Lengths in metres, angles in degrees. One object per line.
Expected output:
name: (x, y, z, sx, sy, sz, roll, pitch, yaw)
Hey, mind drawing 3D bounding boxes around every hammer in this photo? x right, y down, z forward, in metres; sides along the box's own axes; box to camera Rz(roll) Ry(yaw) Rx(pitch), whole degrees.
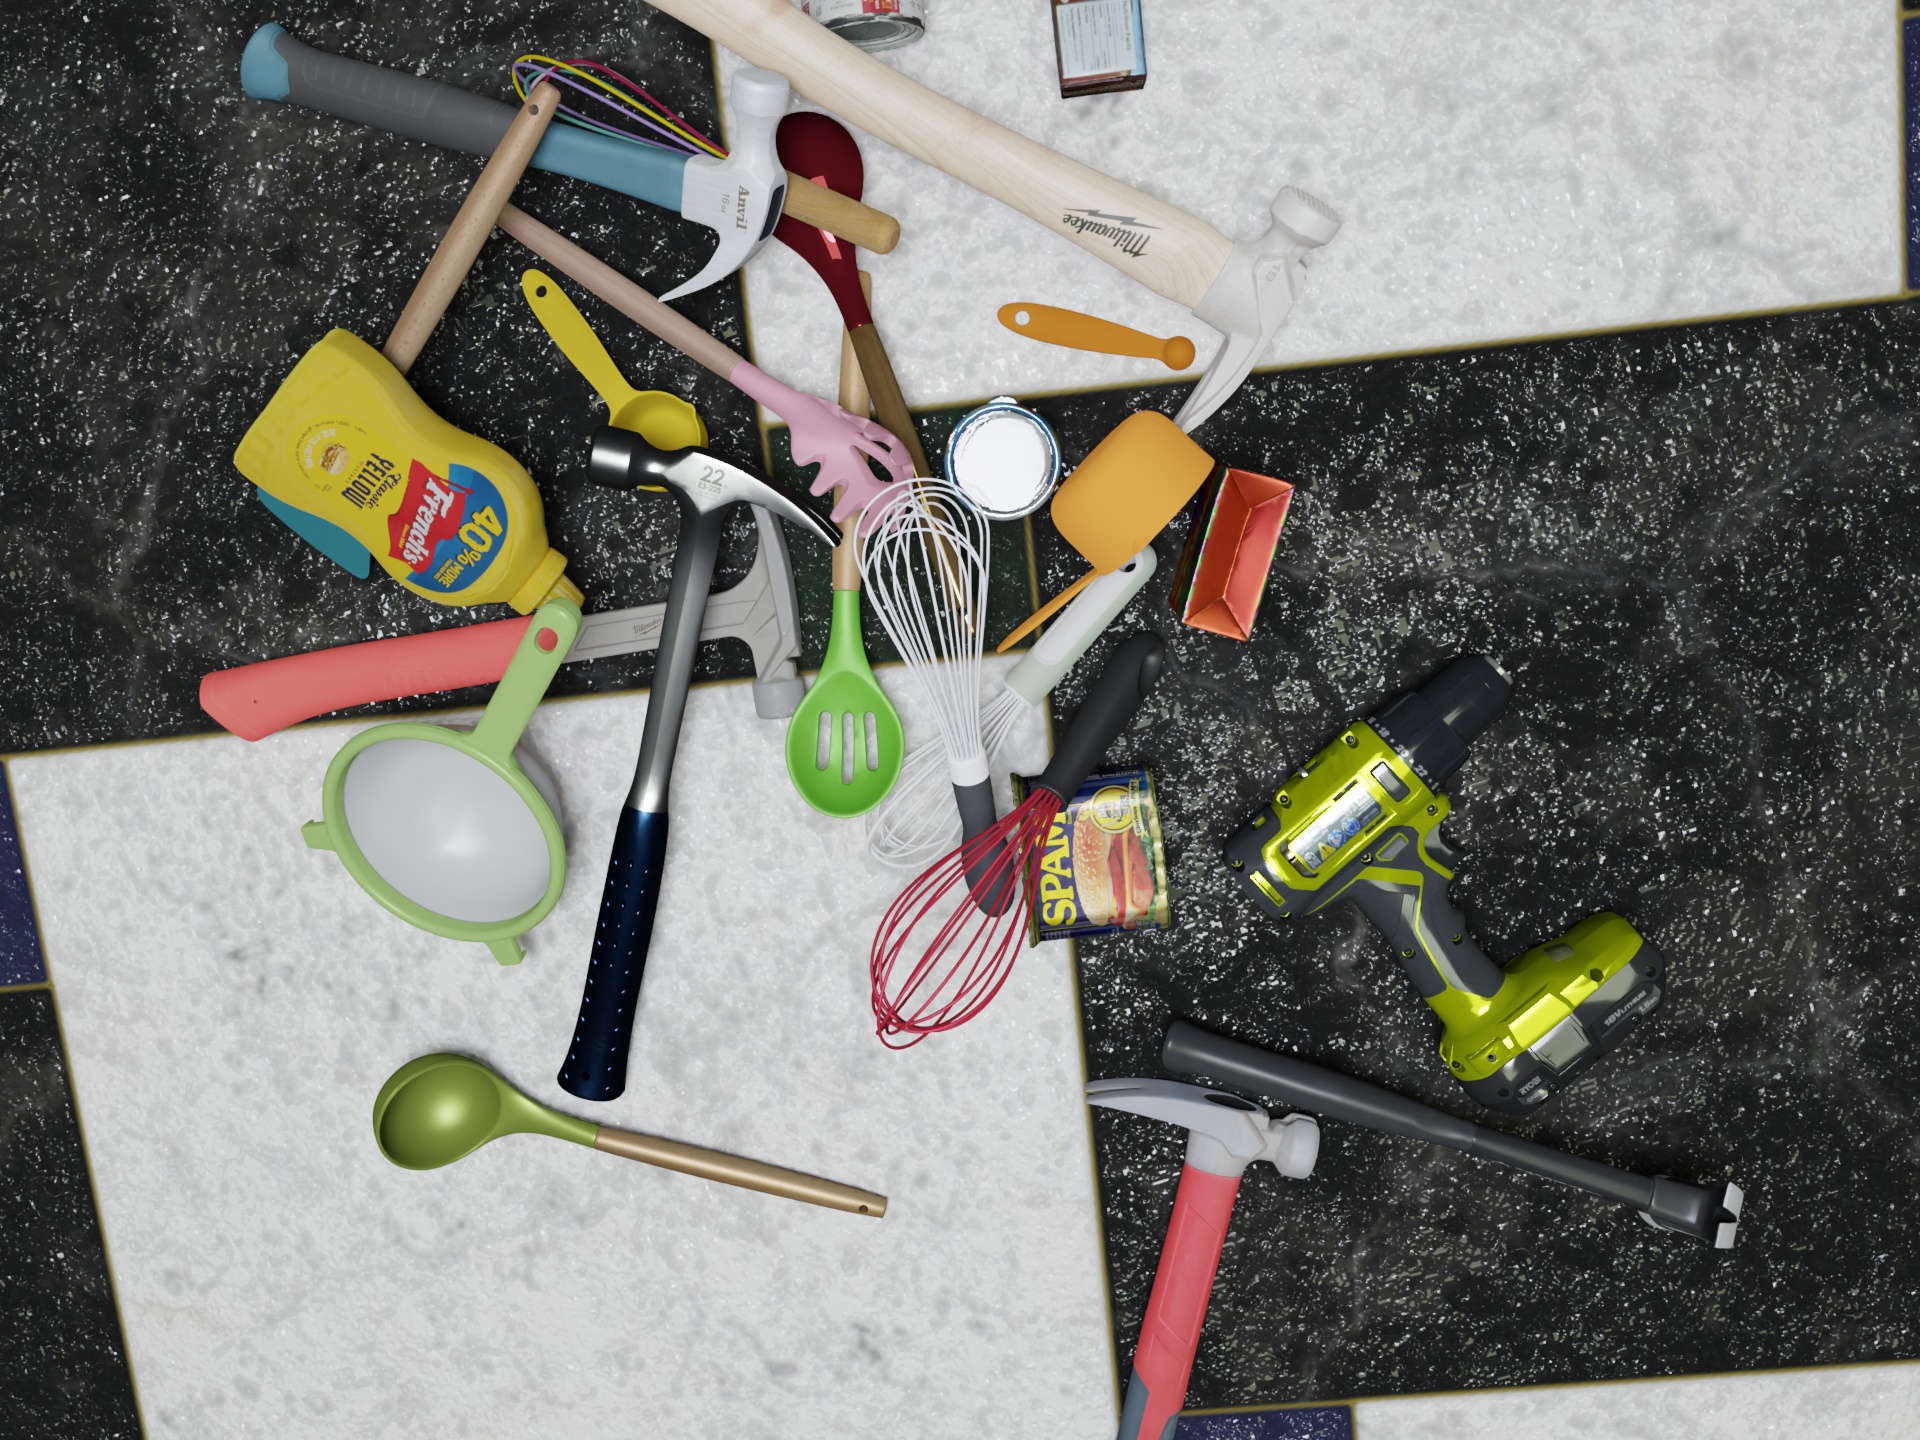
hammer: (0.109, 0.414, 1.000, 0.143, 0.038, 0.386, 13, 100, 2)
hammer: (-0.276, -0.051, 0.946, 0.359, 0.037, 0.149, -9, 99, 4)
hammer: (-0.176, 0.042, 0.928, 0.144, 0.035, 0.405, 14, 108, -2)
hammer: (-0.249, -0.322, 0.867, 0.331, 0.033, 0.128, 19, 126, 12)
hammer: (-0.011, -0.302, 0.845, 0.410, 0.038, 0.146, 26, 120, -9)
hammer: (0.281, 0.238, 0.928, 0.335, 0.146, 0.035, 16, 80, 9)

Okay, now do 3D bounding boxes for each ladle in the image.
ladle: (-0.202, 0.271, 0.986, 0.320, 0.062, 0.078, 15, 107, -2)
ladle: (-0.048, -0.195, 0.891, 0.069, 0.031, 0.315, -20, 90, 13)

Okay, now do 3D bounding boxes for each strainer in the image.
strainer: (-0.266, 0.017, 0.914, 0.151, 0.069, 0.256, 33, 121, -6)

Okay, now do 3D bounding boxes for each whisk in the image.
whisk: (0.028, -0.010, 0.933, 0.058, 0.059, 0.246, 43, 95, 24)
whisk: (-0.142, -0.309, 0.875, 0.245, 0.051, 0.047, 26, 125, 11)
whisk: (0.000, -0.003, 0.870, 0.070, 0.070, 0.284, -9, 122, 4)
whisk: (0.039, 0.057, 0.867, 0.073, 0.073, 0.296, 38, 61, -3)

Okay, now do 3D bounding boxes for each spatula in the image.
spatula: (-0.303, -0.215, 0.884, 0.082, 0.044, 0.317, 38, 111, -3)

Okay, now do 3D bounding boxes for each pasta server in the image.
pasta server: (-0.150, -0.207, 0.887, 0.316, 0.040, 0.060, 35, 131, 9)

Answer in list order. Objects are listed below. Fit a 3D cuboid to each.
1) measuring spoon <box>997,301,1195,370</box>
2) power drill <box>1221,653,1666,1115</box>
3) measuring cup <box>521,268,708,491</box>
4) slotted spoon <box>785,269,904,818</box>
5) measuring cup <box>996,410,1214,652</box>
measuring spoon: (0.078, -0.221, 0.911, 0.117, 0.011, 0.021, 13, 100, 1)
power drill: (0.292, 0.093, 0.920, 0.190, 0.080, 0.228, -43, 92, 9)
measuring cup: (-0.204, -0.200, 0.929, 0.062, 0.029, 0.156, -38, 84, 8)
slotted spoon: (-0.063, -0.101, 0.921, 0.070, 0.031, 0.314, 2, 93, 3)
measuring cup: (0.063, -0.105, 0.896, 0.052, 0.095, 0.173, 45, 121, -8)
